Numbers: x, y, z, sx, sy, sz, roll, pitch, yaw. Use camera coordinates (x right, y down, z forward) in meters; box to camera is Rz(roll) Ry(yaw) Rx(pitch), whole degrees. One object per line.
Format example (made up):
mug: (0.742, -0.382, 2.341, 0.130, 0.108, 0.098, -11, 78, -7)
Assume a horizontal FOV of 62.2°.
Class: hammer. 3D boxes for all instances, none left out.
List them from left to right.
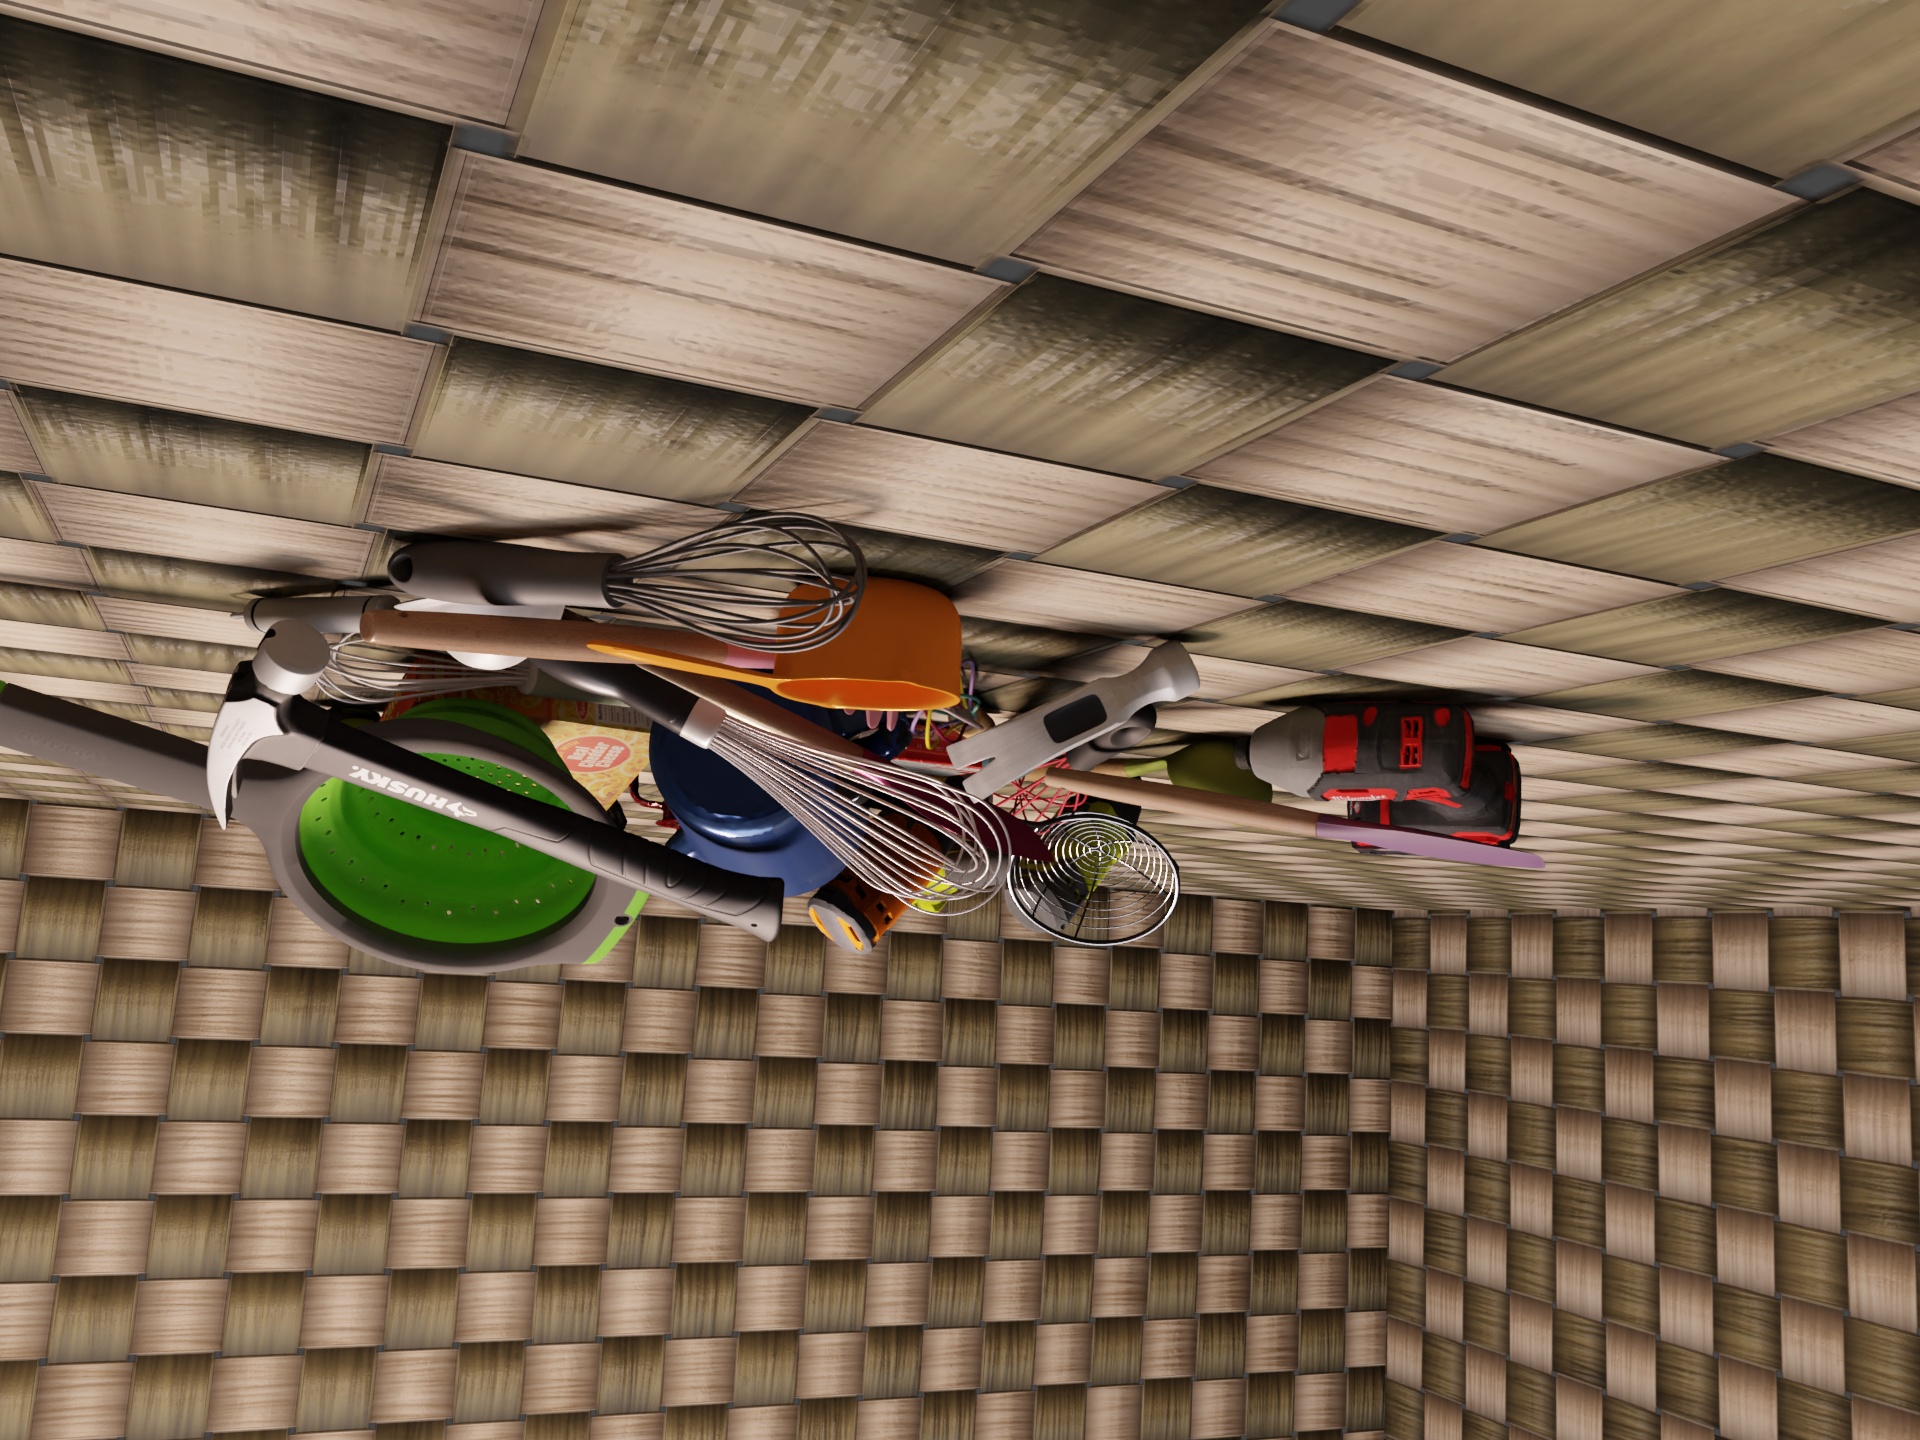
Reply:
hammer: (-0.242, 0.058, 0.876, 0.334, 0.035, 0.146, 25, 133, -28)
hammer: (0.048, 0.012, 0.955, 0.128, 0.033, 0.331, -25, 177, -6)

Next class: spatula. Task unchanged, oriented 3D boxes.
spatula: (0.199, 0.061, 0.994, 0.316, 0.018, 0.059, 9, 168, 25)

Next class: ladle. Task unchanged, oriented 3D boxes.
ladle: (0.116, 0.050, 1.243, 0.078, 0.062, 0.320, 3, 176, -35)

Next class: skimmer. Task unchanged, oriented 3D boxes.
skimmer: (0.033, 0.094, 1.055, 0.127, 0.090, 0.363, -22, 160, 25)

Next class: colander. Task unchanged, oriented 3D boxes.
colander: (-0.372, 0.026, 0.930, 0.396, 0.095, 0.204, 22, 127, -23)

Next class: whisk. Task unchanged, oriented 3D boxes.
whisk: (-0.260, -0.028, 0.926, 0.246, 0.057, 0.059, 7, -155, -44)
whisk: (-0.144, -0.061, 0.656, 0.239, 0.055, 0.055, 5, 173, 24)
whisk: (-0.102, 0.016, 0.810, 0.284, 0.070, 0.070, 29, 168, -5)
whisk: (-0.003, -0.001, 0.978, 0.051, 0.047, 0.245, -15, 173, 6)
whisk: (0.080, 0.030, 1.132, 0.073, 0.073, 0.295, 5, 165, -13)

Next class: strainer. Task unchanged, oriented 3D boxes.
strainer: (-0.278, -0.051, 0.786, 0.258, 0.050, 0.087, 2, -174, 32)

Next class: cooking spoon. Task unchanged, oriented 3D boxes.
cooking spoon: (-0.079, 0.011, 0.878, 0.318, 0.017, 0.069, 26, -167, -22)

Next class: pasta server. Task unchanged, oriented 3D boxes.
pasta server: (-0.138, -0.027, 0.755, 0.060, 0.040, 0.316, 33, -161, 35)

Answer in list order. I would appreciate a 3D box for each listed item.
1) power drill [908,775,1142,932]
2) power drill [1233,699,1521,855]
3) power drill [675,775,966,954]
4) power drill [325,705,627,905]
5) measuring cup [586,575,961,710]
power drill: (0.043, 0.103, 1.370, 0.223, 0.171, 0.080, -2, 125, 44)
power drill: (0.274, 0.035, 1.025, 0.143, 0.078, 0.219, -2, 167, 31)
power drill: (-0.104, 0.089, 1.271, 0.227, 0.164, 0.084, 12, 140, 43)
power drill: (-0.386, 0.078, 1.255, 0.228, 0.191, 0.080, 6, 129, -46)
measuring cup: (-0.080, -0.042, 0.722, 0.173, 0.052, 0.095, 9, 170, -24)
